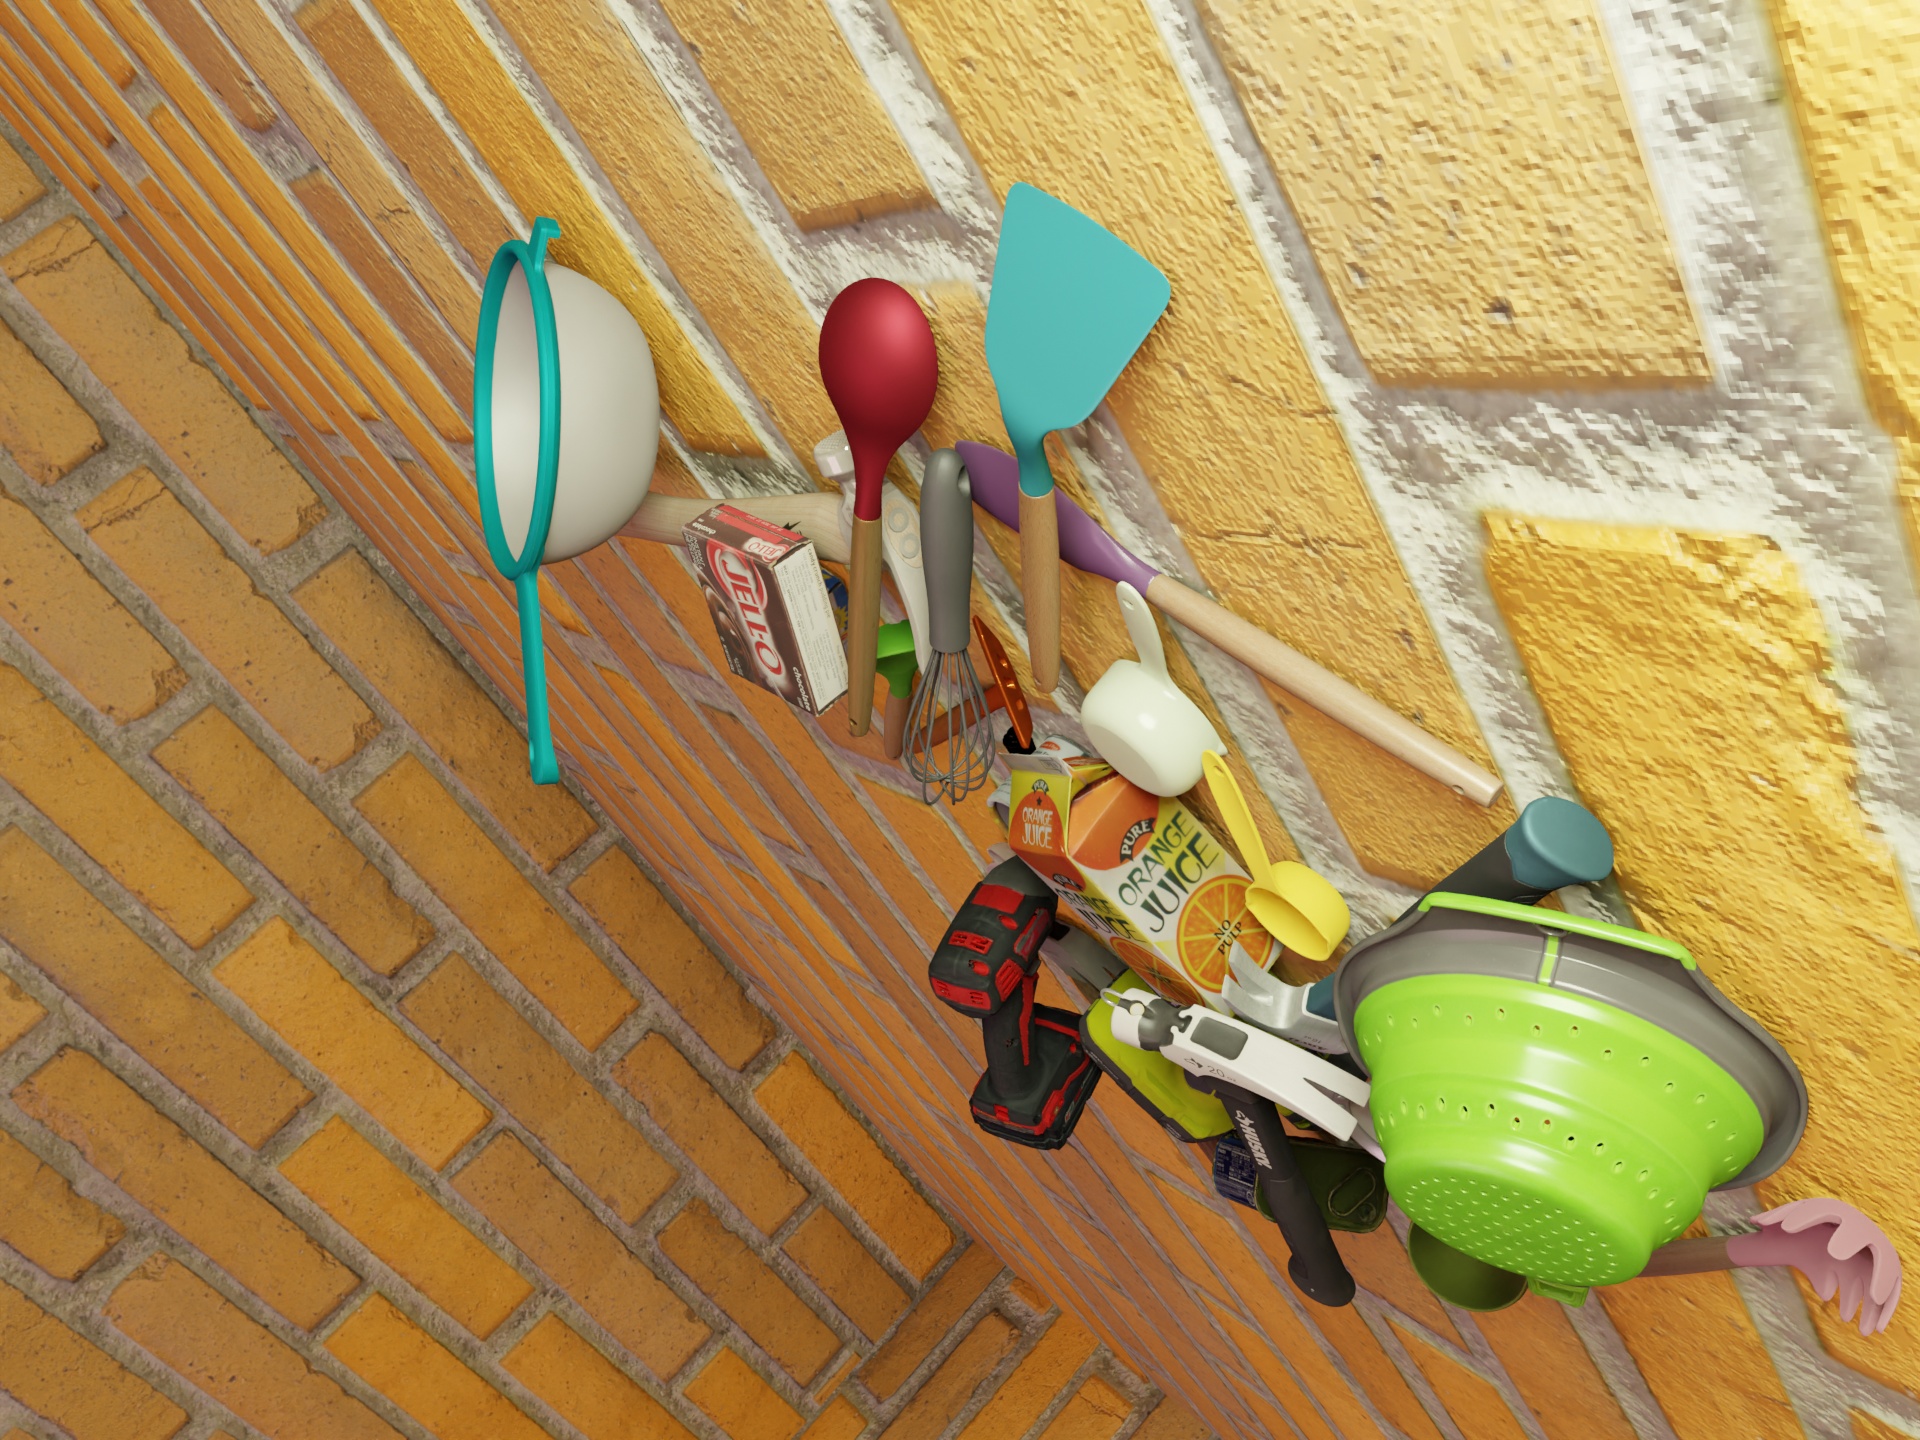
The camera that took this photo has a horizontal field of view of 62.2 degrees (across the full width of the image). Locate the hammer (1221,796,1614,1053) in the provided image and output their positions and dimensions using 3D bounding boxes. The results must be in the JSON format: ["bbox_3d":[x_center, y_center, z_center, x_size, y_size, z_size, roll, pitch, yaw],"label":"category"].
[{"bbox_3d":[0.219,0.110,0.768,0.128,0.033,0.330,17,155,0],"label":"hammer"}]

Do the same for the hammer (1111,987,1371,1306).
[{"bbox_3d":[0.203,0.284,0.986,0.146,0.035,0.334,15,147,36],"label":"hammer"}]

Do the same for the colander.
[{"bbox_3d":[0.275,0.233,0.758,0.204,0.094,0.396,11,146,29],"label":"colander"}]

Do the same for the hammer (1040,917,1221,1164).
[{"bbox_3d":[0.162,0.286,1.320,0.331,0.031,0.130,53,161,-23],"label":"hammer"}]

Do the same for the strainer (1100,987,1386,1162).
[{"bbox_3d":[0.201,0.211,0.950,0.258,0.050,0.086,21,144,20],"label":"strainer"}]

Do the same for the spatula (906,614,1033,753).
[{"bbox_3d":[-0.002,-0.003,1.038,0.081,0.041,0.322,69,163,3],"label":"spatula"}]

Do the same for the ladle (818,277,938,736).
[{"bbox_3d":[-0.051,-0.094,0.848,0.069,0.031,0.315,32,145,20],"label":"ladle"}]

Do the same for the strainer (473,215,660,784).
[{"bbox_3d":[-0.241,-0.131,1.016,0.211,0.095,0.340,-9,85,62],"label":"strainer"}]

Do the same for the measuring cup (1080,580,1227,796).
[{"bbox_3d":[0.087,-0.013,0.802,0.083,0.038,0.167,36,167,29],"label":"measuring cup"}]

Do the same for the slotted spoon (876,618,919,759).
[{"bbox_3d":[-0.045,-0.015,1.110,0.313,0.070,0.031,103,152,-74],"label":"slotted spoon"}]

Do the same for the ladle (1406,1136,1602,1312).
[{"bbox_3d":[0.321,0.274,0.907,0.078,0.062,0.319,36,157,21],"label":"ladle"}]

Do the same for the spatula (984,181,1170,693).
[{"bbox_3d":[0.044,-0.099,0.726,0.082,0.044,0.317,40,161,21],"label":"spatula"}]

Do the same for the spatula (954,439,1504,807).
[{"bbox_3d":[0.109,-0.051,0.731,0.316,0.018,0.059,36,158,29],"label":"spatula"}]

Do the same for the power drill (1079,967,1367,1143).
[{"bbox_3d":[0.157,0.204,1.085,0.190,0.080,0.228,42,159,8],"label":"power drill"}]

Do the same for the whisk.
[{"bbox_3d":[-0.008,-0.043,0.862,0.055,0.055,0.238,34,142,32],"label":"whisk"}]

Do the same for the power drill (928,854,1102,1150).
[{"bbox_3d":[0.047,0.201,1.171,0.078,0.143,0.219,11,136,28],"label":"power drill"}]

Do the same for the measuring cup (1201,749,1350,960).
[{"bbox_3d":[0.166,0.066,0.846,0.062,0.029,0.156,21,148,52],"label":"measuring cup"}]

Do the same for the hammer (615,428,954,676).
[{"bbox_3d":[-0.149,-0.119,1.035,0.411,0.038,0.146,13,133,52],"label":"hammer"}]

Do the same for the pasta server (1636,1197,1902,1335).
[{"bbox_3d":[0.379,0.277,0.811,0.060,0.040,0.316,50,165,15],"label":"pasta server"}]

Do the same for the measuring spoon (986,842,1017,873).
[{"bbox_3d":[0.036,0.115,1.266,0.034,0.018,0.124,42,169,6],"label":"measuring spoon"}]
